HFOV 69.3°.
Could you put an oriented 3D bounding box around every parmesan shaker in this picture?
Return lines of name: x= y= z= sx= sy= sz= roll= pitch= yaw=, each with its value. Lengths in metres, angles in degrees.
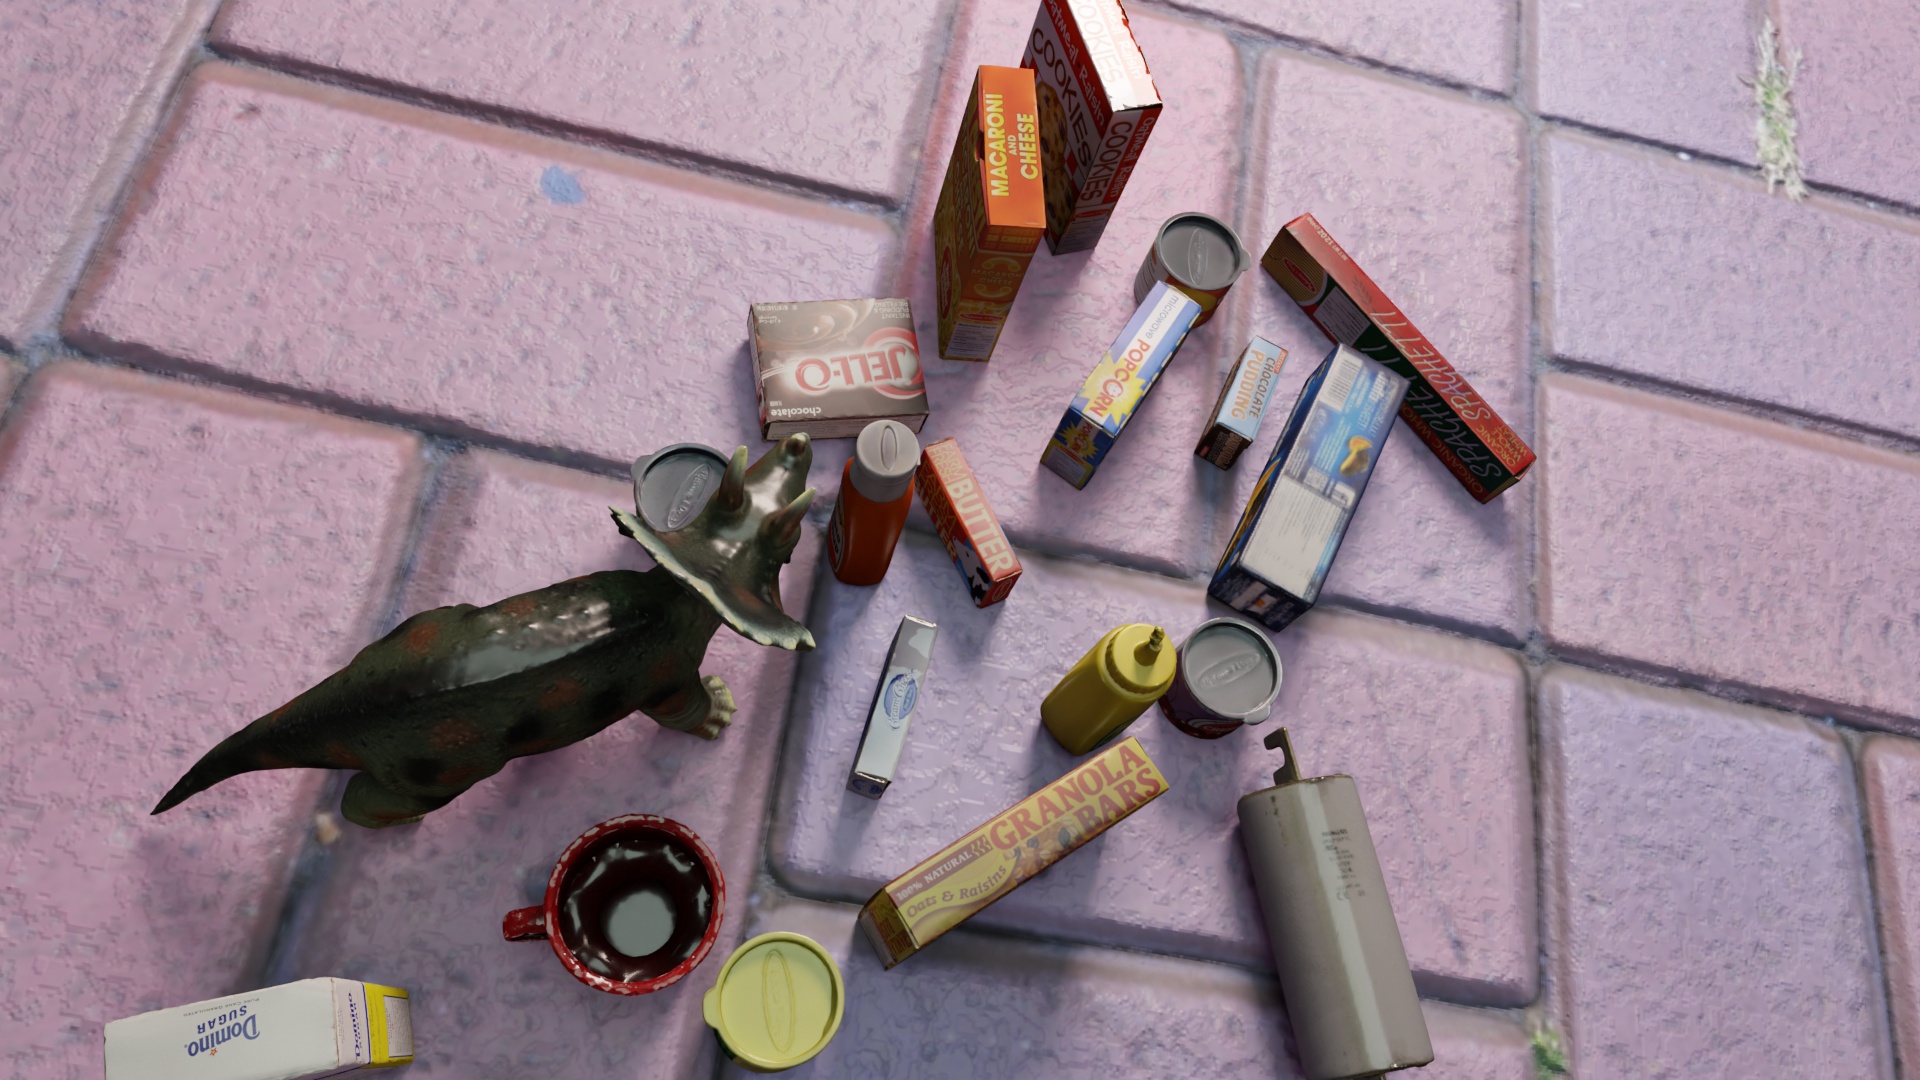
parmesan shaker: x=-0.103 y=0.250 z=0.746 sx=0.071 sy=0.102 sz=0.071 roll=4 pitch=67 yaw=-10

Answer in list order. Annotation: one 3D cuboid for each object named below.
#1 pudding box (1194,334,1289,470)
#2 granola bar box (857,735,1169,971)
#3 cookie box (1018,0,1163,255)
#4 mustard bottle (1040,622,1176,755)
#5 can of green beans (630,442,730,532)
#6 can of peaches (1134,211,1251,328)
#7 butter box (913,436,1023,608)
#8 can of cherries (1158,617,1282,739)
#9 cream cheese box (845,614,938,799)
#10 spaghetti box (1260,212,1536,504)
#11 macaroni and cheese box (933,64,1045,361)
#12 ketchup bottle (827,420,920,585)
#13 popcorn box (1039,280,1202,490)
pudding box: x=0.199 y=-0.097 z=0.982 sx=0.030 sy=0.049 sz=0.084 roll=27 pitch=65 yaw=1
granola bar box: x=0.026 y=0.179 z=0.790 sx=0.166 sy=0.123 sz=0.039 roll=-28 pitch=76 yaw=-20
cookie box: x=0.082 y=-0.300 z=0.979 sx=0.040 sy=0.166 sz=0.123 roll=-13 pitch=71 yaw=-16
mustard bottle: x=0.093 y=0.084 z=0.824 sx=0.065 sy=0.159 sz=0.049 roll=-35 pitch=78 yaw=-22
can of green beans: x=-0.170 y=-0.020 z=0.870 sx=0.071 sy=0.057 sz=0.071 roll=4 pitch=67 yaw=-10
can of peaches: x=0.168 y=-0.195 z=1.012 sx=0.071 sy=0.057 sz=0.071 roll=4 pitch=67 yaw=-10
butter box: x=0.003 y=-0.011 z=0.905 sx=0.024 sy=0.053 sz=0.103 roll=-22 pitch=74 yaw=-19
can of cherries: x=0.165 y=0.092 z=0.891 sx=0.071 sy=0.058 sz=0.072 roll=4 pitch=67 yaw=-10
cream cheese box: x=-0.042 y=0.102 z=0.848 sx=0.024 sy=0.053 sz=0.104 roll=19 pitch=65 yaw=-3
spaghetti box: x=0.319 y=-0.134 z=1.022 sx=0.029 sy=0.050 sz=0.250 roll=-35 pitch=78 yaw=-22
macaroni and cheese box: x=0.015 y=-0.213 z=0.930 sx=0.040 sy=0.165 sz=0.124 roll=2 pitch=68 yaw=-11
ketchup bottle: x=-0.053 y=-0.025 z=0.846 sx=0.043 sy=0.148 sz=0.065 roll=3 pitch=68 yaw=-10
popcorn box: x=0.109 y=-0.106 z=0.948 sx=0.038 sy=0.085 sz=0.127 roll=34 pitch=65 yaw=4
